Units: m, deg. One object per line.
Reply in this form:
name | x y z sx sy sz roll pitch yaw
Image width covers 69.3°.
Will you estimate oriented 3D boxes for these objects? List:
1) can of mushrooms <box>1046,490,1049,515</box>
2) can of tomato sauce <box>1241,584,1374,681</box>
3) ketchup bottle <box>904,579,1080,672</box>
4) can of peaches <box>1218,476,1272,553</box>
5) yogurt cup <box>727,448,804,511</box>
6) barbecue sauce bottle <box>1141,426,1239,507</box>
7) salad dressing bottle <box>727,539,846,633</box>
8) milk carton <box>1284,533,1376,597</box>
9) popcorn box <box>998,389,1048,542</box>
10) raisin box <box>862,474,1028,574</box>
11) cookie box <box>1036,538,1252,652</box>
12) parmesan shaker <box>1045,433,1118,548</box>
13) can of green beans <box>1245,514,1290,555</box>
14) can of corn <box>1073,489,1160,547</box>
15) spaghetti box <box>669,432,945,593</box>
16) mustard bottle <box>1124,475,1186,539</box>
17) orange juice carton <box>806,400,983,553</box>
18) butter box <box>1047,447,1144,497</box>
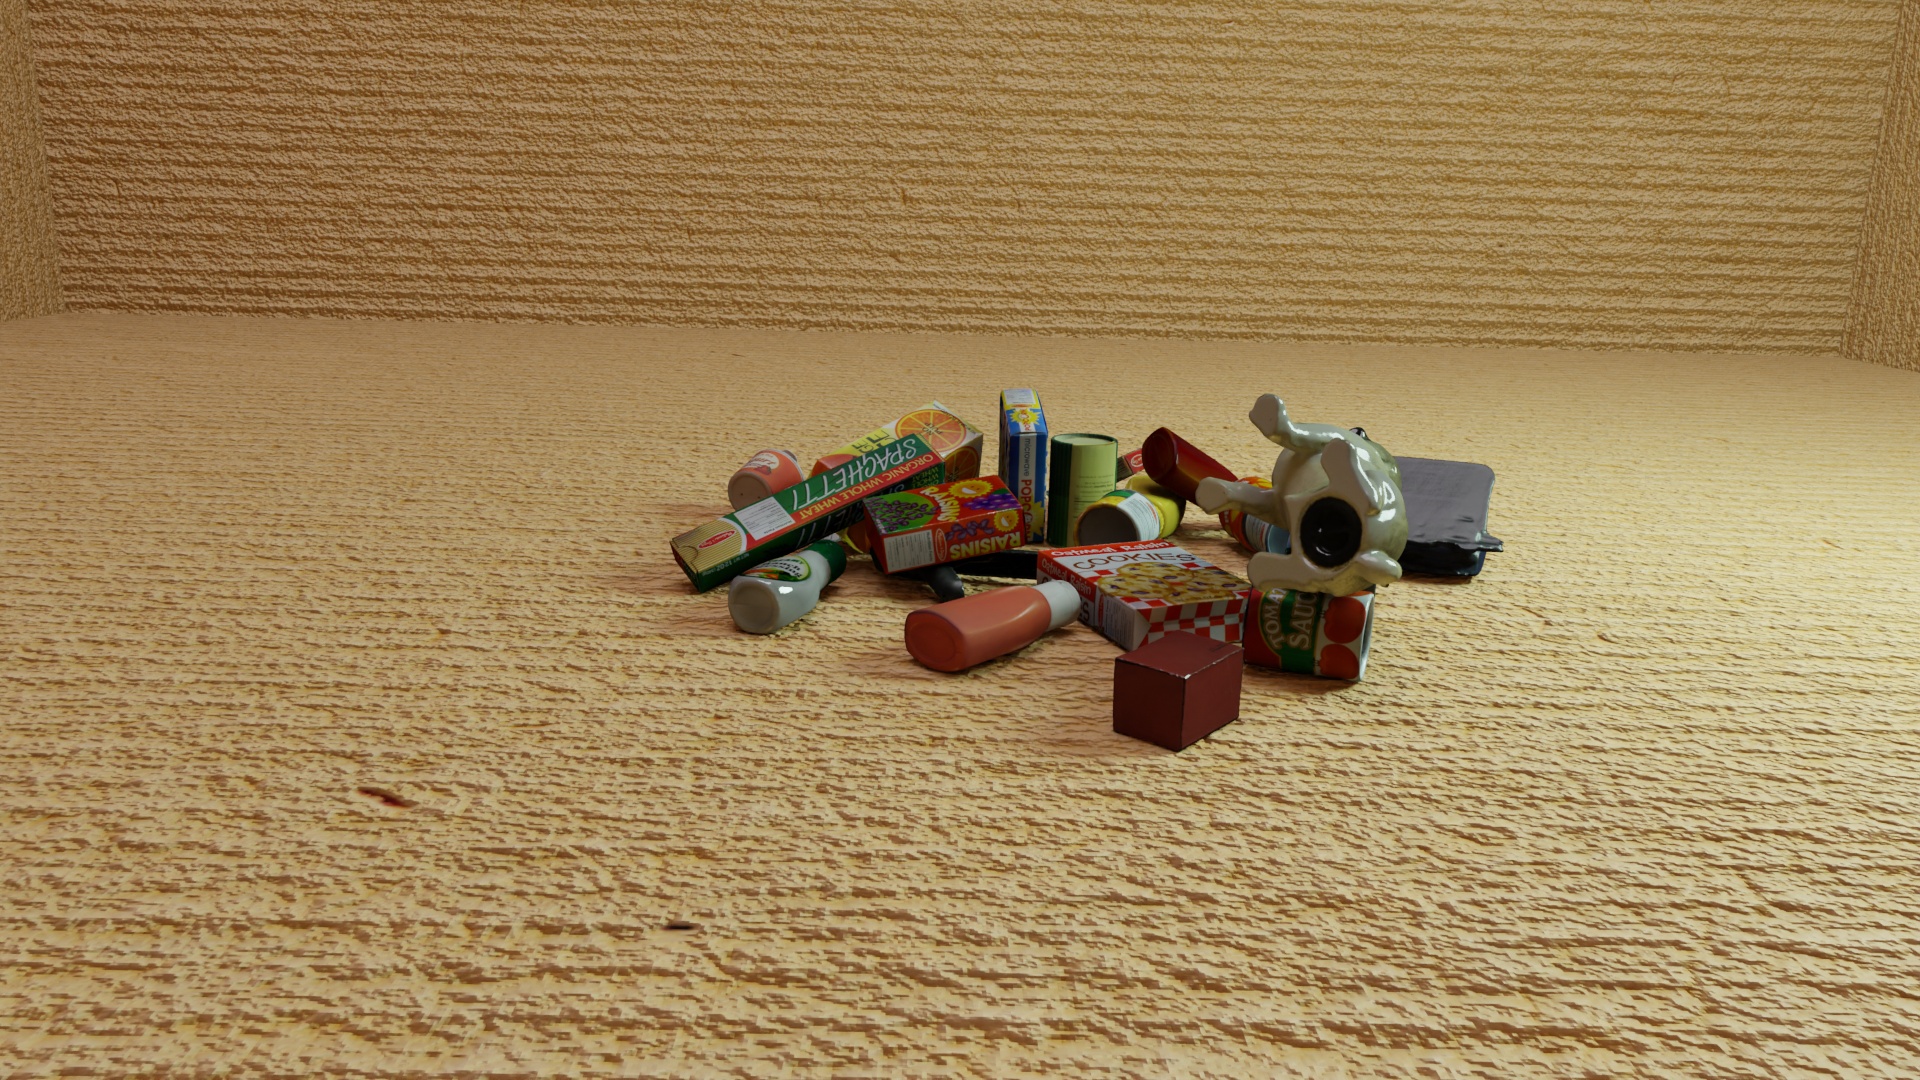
can of mushrooms | 0.119 -0.032 1.416 0.071 0.033 0.071 2 15 0
can of tomato sauce | 0.250 0.062 0.998 0.083 0.071 0.071 8 16 21
ketchup bottle | 0.030 0.059 1.035 0.065 0.043 0.149 16 20 41
can of peaches | 0.287 -0.025 1.338 0.071 0.071 0.058 -1 15 -8
yogurt cup | -0.200 -0.054 1.410 0.072 0.072 0.054 8 23 23
barbecue sauce bottle | 0.246 -0.057 1.387 0.148 0.043 0.065 27 36 -33
salad dressing bottle | -0.135 0.033 1.117 0.064 0.044 0.148 5 15 16
milk carton | 0.306 0.024 1.143 0.072 0.073 0.191 6 15 15
popcorn box | 0.060 -0.072 1.342 0.038 0.126 0.085 -3 35 -5
raisin box | -0.014 -0.015 1.178 0.123 0.040 0.086 -11 24 -11
cookie box | 0.152 0.043 1.123 0.123 0.040 0.168 -4 17 -23
parmesan shaker | 0.120 -0.048 1.342 0.071 0.102 0.071 2 14 0
can of green beans | 0.304 -0.009 1.283 0.071 0.071 0.058 0 14 -8
can of corn | 0.140 -0.008 1.267 0.071 0.071 0.058 8 16 23
spaghetti box | -0.127 -0.027 1.207 0.251 0.028 0.050 -26 50 -24
mustard bottle | 0.185 -0.028 1.376 0.065 0.048 0.161 11 17 13
orange juice carton | -0.072 -0.054 1.313 0.193 0.072 0.072 -30 53 -34
butter box | 0.145 -0.064 1.466 0.103 0.024 0.053 -27 -1 32
